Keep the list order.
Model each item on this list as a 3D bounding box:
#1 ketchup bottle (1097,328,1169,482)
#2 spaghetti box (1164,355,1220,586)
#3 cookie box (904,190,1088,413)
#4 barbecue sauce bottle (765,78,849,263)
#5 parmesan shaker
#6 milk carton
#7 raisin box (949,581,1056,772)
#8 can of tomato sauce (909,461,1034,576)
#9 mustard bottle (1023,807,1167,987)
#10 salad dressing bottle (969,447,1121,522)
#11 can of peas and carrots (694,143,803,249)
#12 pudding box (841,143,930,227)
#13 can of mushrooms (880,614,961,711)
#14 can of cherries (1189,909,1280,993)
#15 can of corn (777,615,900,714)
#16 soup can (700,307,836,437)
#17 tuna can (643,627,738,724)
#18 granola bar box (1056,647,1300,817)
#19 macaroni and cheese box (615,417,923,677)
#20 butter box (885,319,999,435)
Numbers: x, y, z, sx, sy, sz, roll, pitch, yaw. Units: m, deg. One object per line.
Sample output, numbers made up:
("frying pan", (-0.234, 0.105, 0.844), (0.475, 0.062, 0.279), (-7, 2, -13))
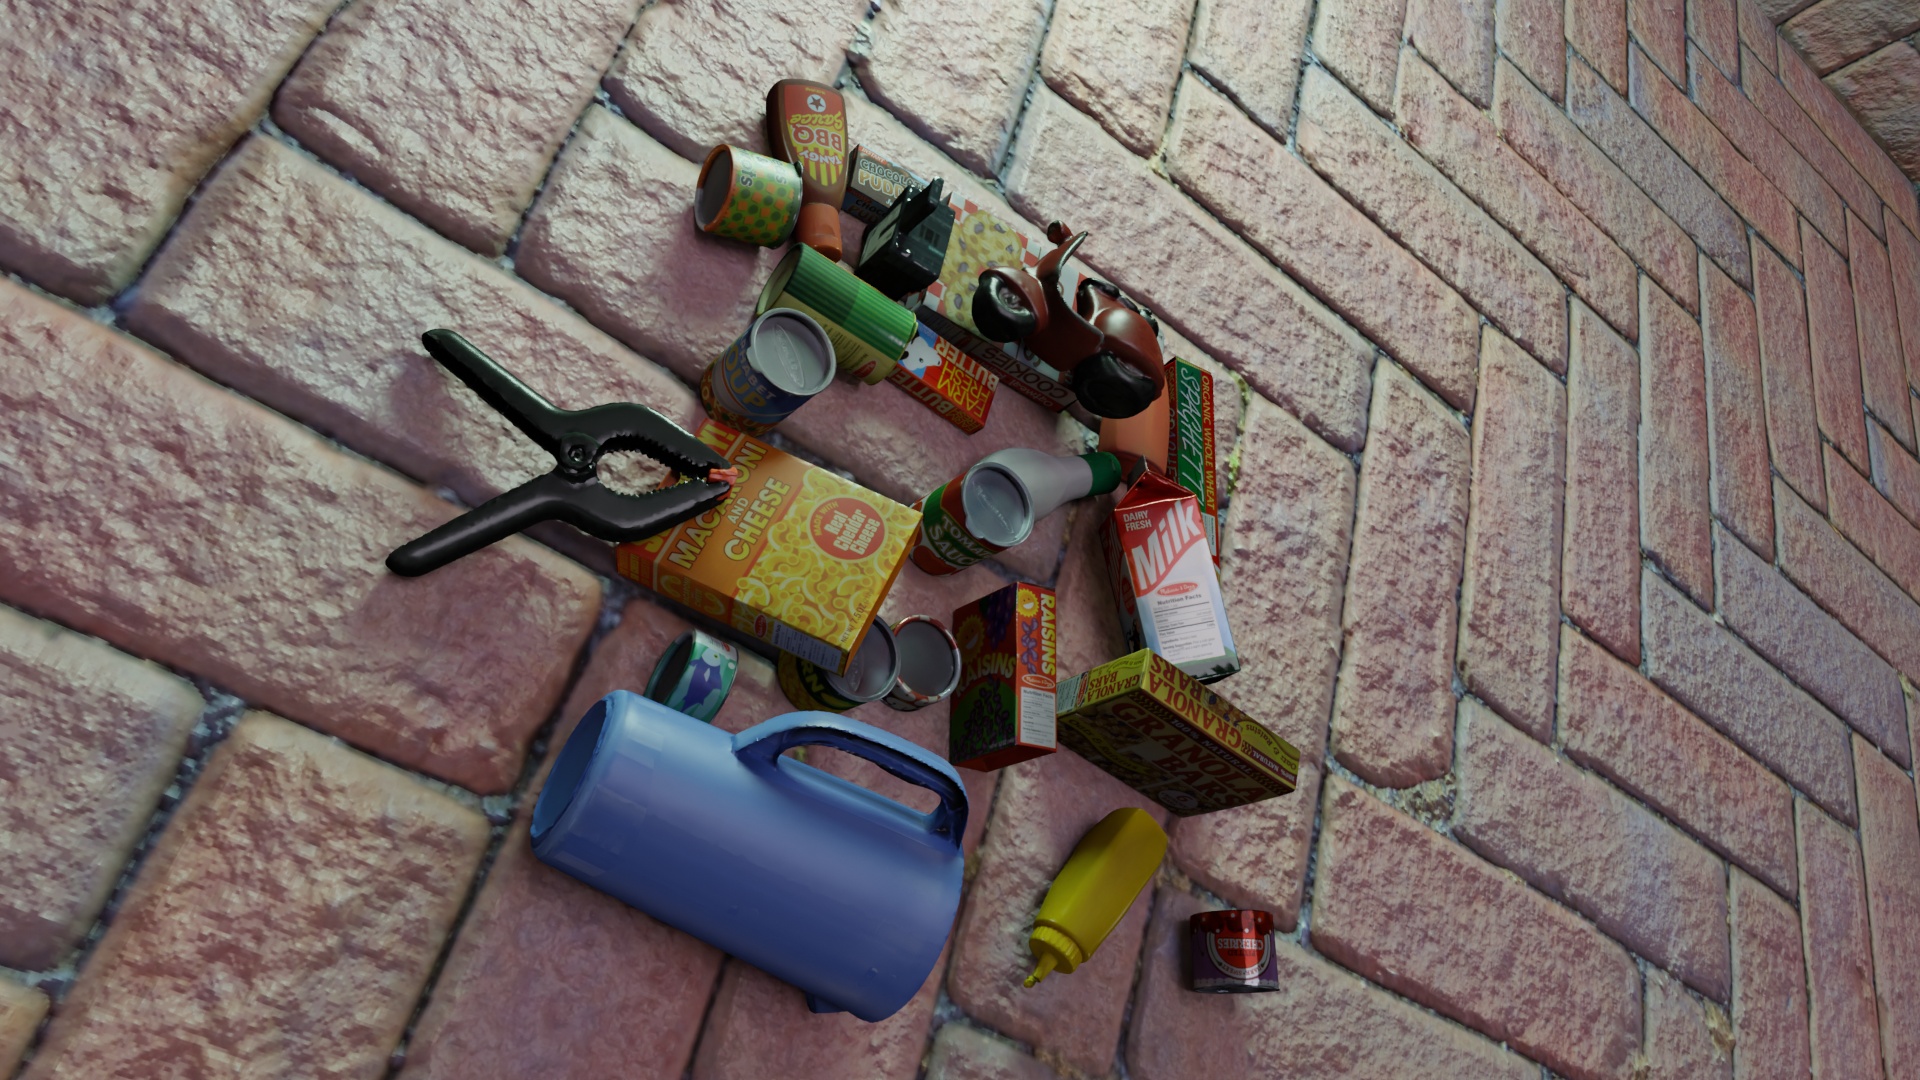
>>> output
("ketchup bottle", (0.159, -0.125, 1.239), (0.064, 0.043, 0.149), (26, 58, -28))
("spaghetti box", (0.205, -0.047, 1.252), (0.050, 0.028, 0.251), (18, 62, -31))
("cookie box", (0.038, -0.201, 1.181), (0.167, 0.040, 0.123), (27, 59, -26))
("barbecue sauce bottle", (-0.117, -0.289, 1.095), (0.065, 0.043, 0.149), (4, 70, -30))
("parmesan shaker", (-0.093, -0.172, 1.048), (0.103, 0.071, 0.071), (30, 56, -25))
("milk carton", (0.166, 0.028, 1.148), (0.073, 0.072, 0.191), (-10, 77, -8))
("raisin box", (0.032, 0.101, 1.023), (0.040, 0.086, 0.124), (15, 63, -30))
("can of tomato sauce", (0.004, -0.013, 1.049), (0.071, 0.083, 0.071), (15, 64, -32))
("mustard bottle", (0.092, 0.267, 1.019), (0.049, 0.065, 0.161), (47, 57, -6))
("salad dressing bottle", (0.071, -0.048, 1.142), (0.148, 0.044, 0.064), (-10, 77, -40))
("can of peas and carrots", (-0.158, -0.258, 1.035), (0.059, 0.070, 0.071), (9, 67, -34))
("pudding box", (-0.060, -0.284, 1.146), (0.083, 0.030, 0.050), (25, 58, -28))
("can of mushrooms", (-0.036, 0.088, 1.011), (0.071, 0.033, 0.071), (14, 65, -33))
("can of cherries", (0.214, 0.320, 1.082), (0.071, 0.071, 0.058), (15, 63, -32))
("can of corn", (-0.087, 0.085, 0.958), (0.071, 0.058, 0.071), (15, 64, -32))
("soup can", (-0.140, -0.117, 0.982), (0.071, 0.083, 0.071), (15, 64, -32))
("tuna can", (-0.174, 0.093, 0.884), (0.033, 0.071, 0.071), (31, 56, -23))
("granola bar box", (0.160, 0.154, 1.074), (0.165, 0.123, 0.039), (34, 54, -22))
("macaroni and cheese box", (-0.126, 0.001, 0.929), (0.166, 0.040, 0.124), (24, 55, 3))
("butter box", (-0.018, -0.134, 1.120), (0.103, 0.024, 0.053), (33, 54, -23))
